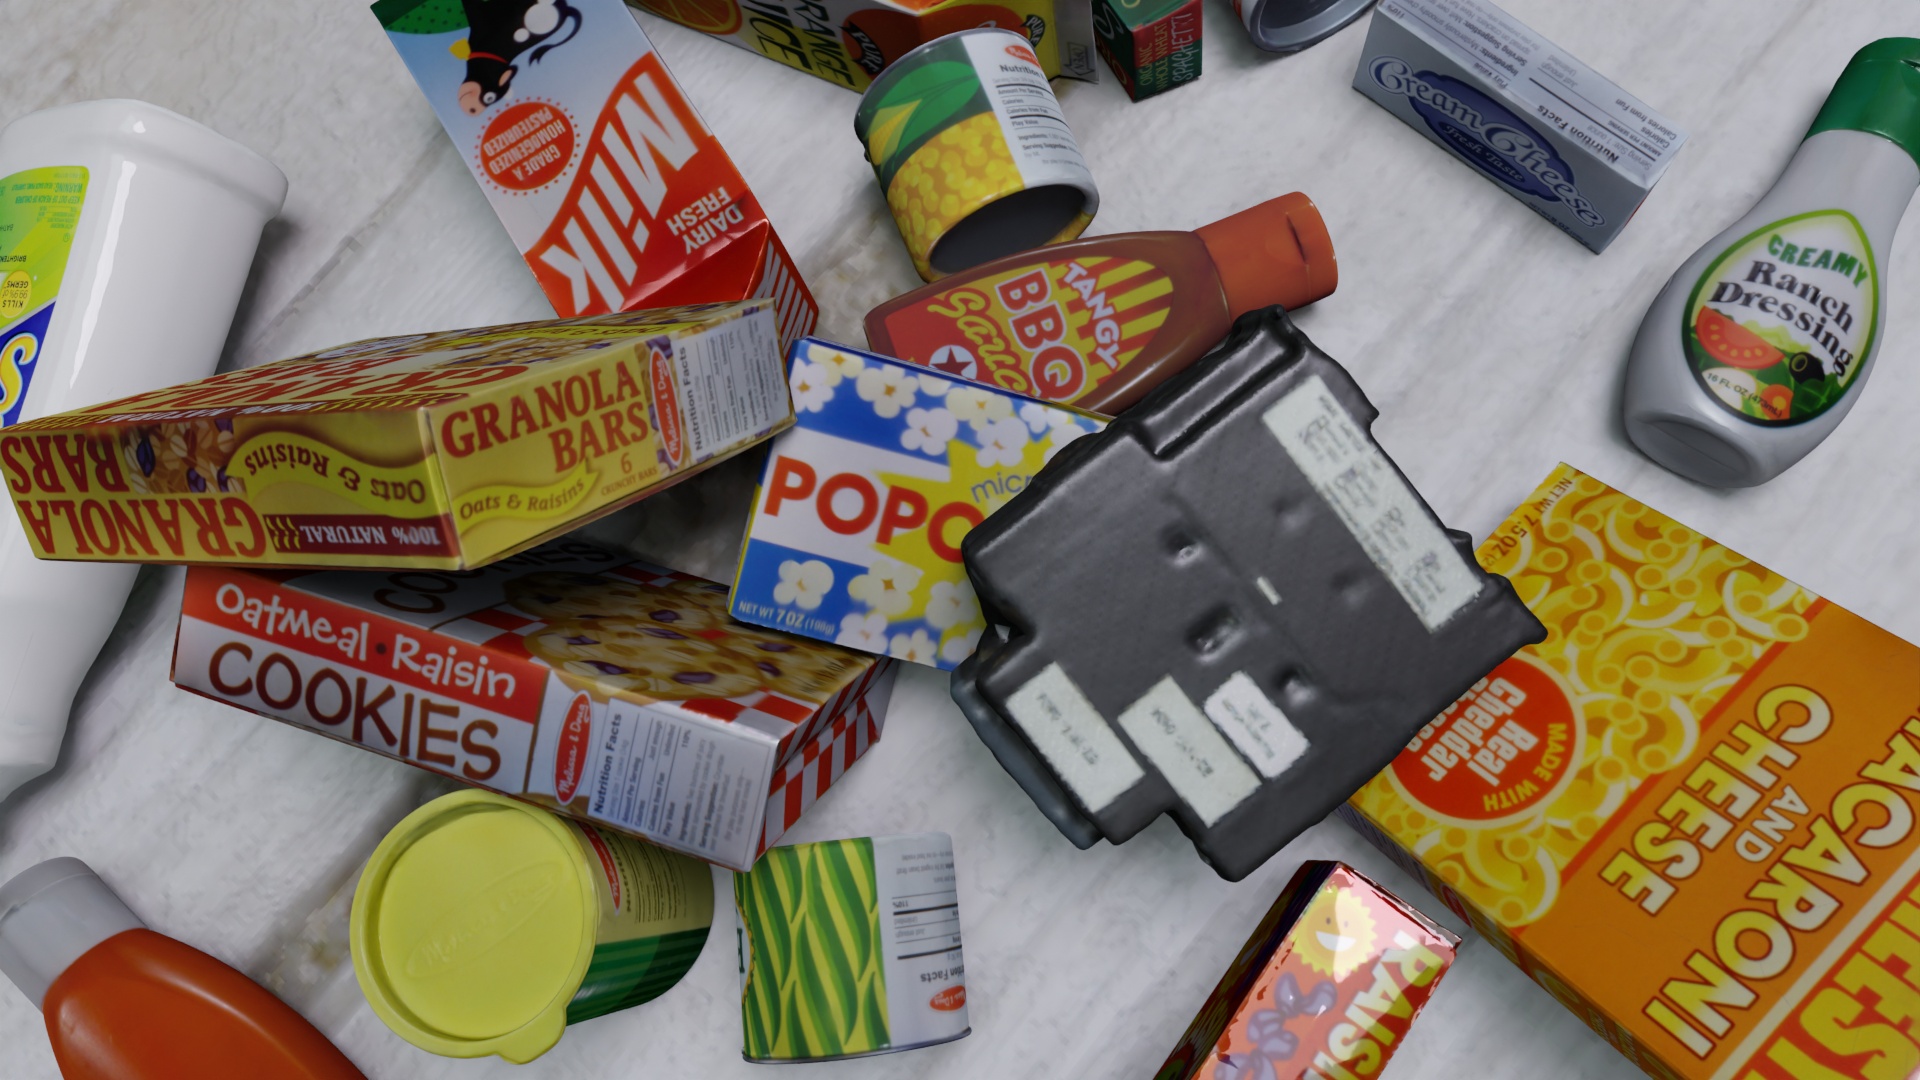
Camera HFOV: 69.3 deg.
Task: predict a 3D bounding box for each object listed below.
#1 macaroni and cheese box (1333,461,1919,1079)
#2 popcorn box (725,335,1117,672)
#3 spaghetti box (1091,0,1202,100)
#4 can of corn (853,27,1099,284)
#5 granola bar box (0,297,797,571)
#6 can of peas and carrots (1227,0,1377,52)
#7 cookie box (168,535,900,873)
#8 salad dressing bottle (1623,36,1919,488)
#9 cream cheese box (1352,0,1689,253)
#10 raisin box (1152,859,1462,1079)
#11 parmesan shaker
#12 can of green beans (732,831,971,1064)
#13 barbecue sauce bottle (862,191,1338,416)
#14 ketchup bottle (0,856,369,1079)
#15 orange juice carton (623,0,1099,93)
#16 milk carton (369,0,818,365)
[{"bbox_3d":[0.190,0.067,0.368,0.124,0.040,0.167,-45,46,-4],"label":"macaroni and cheese box"},{"bbox_3d":[0.001,-0.005,0.419,0.127,0.038,0.085,14,97,-7],"label":"popcorn box"},{"bbox_3d":[0.012,-0.269,0.502,0.029,0.050,0.250,-30,75,1],"label":"spaghetti box"},{"bbox_3d":[0.004,-0.123,0.462,0.071,0.071,0.058,-23,76,1],"label":"can of corn"},{"bbox_3d":[-0.147,-0.029,0.372,0.165,0.125,0.039,0,109,30],"label":"granola bar box"},{"bbox_3d":[0.115,-0.211,0.468,0.071,0.071,0.059,-28,75,0],"label":"can of peas and carrots"},{"bbox_3d":[-0.114,0.035,0.406,0.167,0.123,0.040,16,101,10],"label":"cookie box"},{"bbox_3d":[0.263,-0.088,0.433,0.064,0.044,0.148,31,82,11],"label":"salad dressing bottle"},{"bbox_3d":[0.178,-0.141,0.451,0.104,0.053,0.024,40,87,14],"label":"cream cheese box"},{"bbox_3d":[0.080,0.148,0.378,0.040,0.086,0.123,34,83,14],"label":"raisin box"},{"bbox_3d":[-0.116,0.110,0.401,0.071,0.103,0.071,-2,77,7],"label":"parmesan shaker"},{"bbox_3d":[-0.033,0.118,0.408,0.071,0.071,0.058,-8,76,5],"label":"can of green beans"},{"bbox_3d":[0.047,-0.071,0.455,0.148,0.043,0.065,-21,85,1],"label":"barbecue sauce bottle"},{"bbox_3d":[-0.246,0.160,0.435,0.149,0.043,0.065,37,83,13],"label":"ketchup bottle"},{"bbox_3d":[-0.041,-0.209,0.483,0.193,0.071,0.073,24,81,12],"label":"orange juice carton"},{"bbox_3d":[-0.111,-0.113,0.468,0.073,0.072,0.191,-33,76,-2],"label":"milk carton"}]
